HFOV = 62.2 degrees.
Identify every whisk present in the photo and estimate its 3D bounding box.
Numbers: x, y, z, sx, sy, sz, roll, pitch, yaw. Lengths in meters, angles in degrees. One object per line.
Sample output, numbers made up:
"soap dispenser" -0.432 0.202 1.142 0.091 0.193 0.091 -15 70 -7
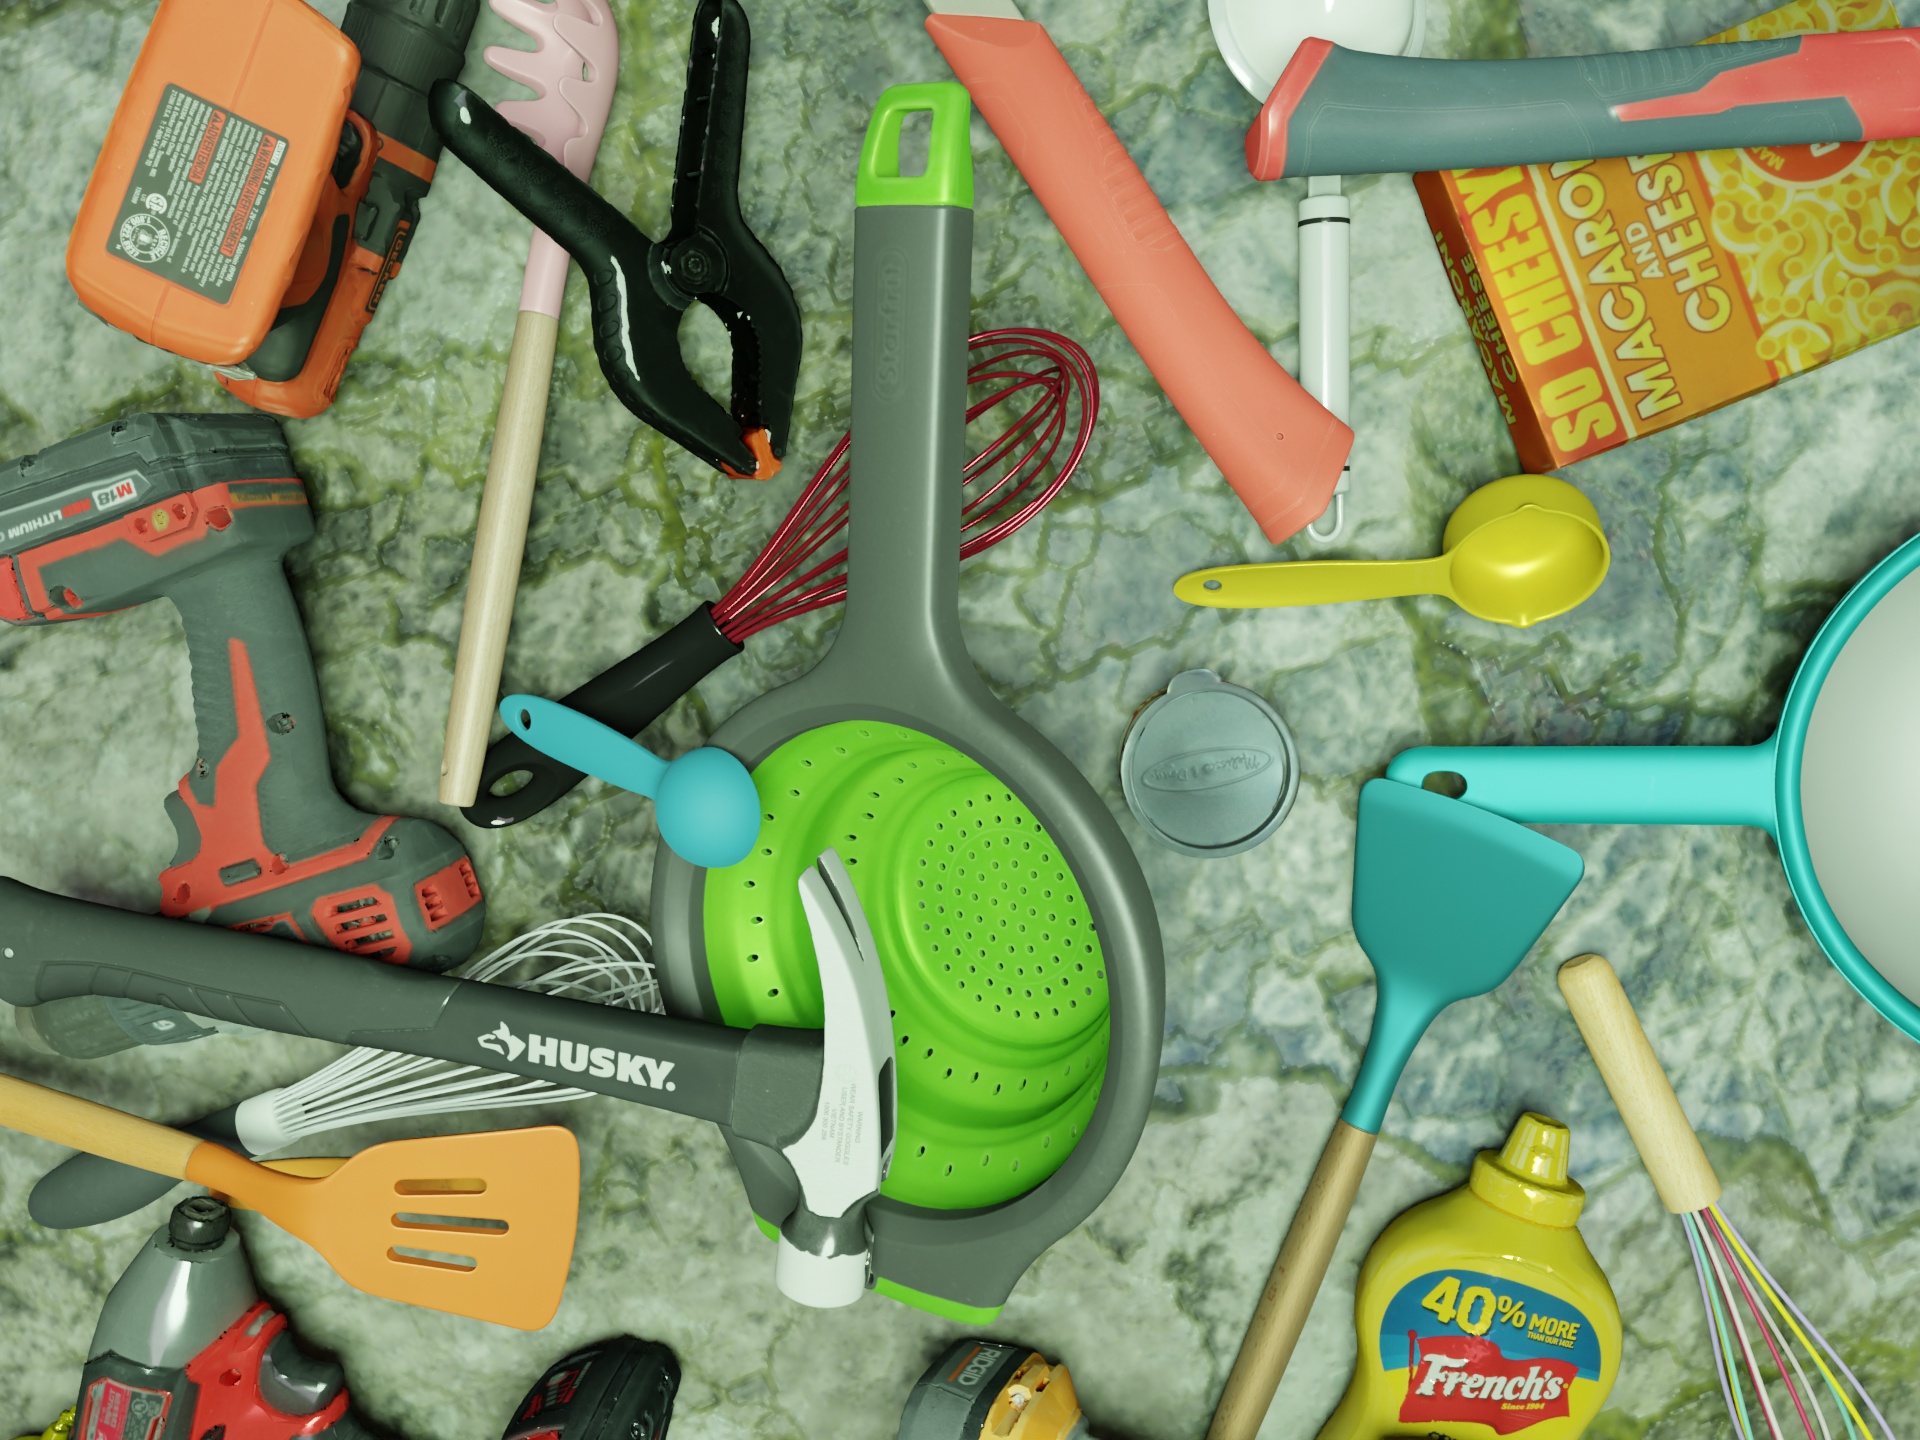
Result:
"whisk" 0.286 0.204 0.609 0.051 0.047 0.245 -25 89 -8
"whisk" -0.239 0.145 0.618 0.284 0.070 0.070 -21 93 9
"whisk" -0.074 -0.047 0.595 0.296 0.073 0.073 -35 92 10

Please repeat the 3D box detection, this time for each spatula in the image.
"spatula" 0.140 0.180 0.609 0.082 0.044 0.317 22 97 18
"spatula" -0.297 0.155 0.593 0.322 0.041 0.081 12 101 14

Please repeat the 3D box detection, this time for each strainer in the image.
"strainer" 0.332 0.021 0.575 0.340 0.095 0.211 0 93 19
"strainer" 0.136 -0.195 0.584 0.087 0.050 0.258 -3 98 -12

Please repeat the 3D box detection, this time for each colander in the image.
"colander" -0.001 -0.002 0.544 0.205 0.094 0.397 11 105 32

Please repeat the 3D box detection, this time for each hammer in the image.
"hammer" 0.021 -0.216 0.578 0.149 0.036 0.359 -33 89 4
"hammer" 0.292 -0.197 0.537 0.386 0.038 0.143 -5 95 1
"hammer" -0.184 0.093 0.537 0.335 0.035 0.146 9 103 10

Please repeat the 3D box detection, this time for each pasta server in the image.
"pasta server" -0.168 -0.125 0.588 0.040 0.060 0.316 9 92 -41

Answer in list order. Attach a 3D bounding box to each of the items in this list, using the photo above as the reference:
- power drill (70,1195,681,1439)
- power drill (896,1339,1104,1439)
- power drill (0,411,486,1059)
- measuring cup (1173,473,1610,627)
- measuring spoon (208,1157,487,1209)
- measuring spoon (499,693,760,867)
"power drill" -0.229 0.273 0.611 0.219 0.078 0.143 15 98 3
"power drill" 0.085 0.338 0.572 0.226 0.084 0.185 8 92 19
"power drill" -0.300 0.015 0.597 0.188 0.080 0.226 -17 97 11
"measuring cup" 0.159 -0.062 0.597 0.156 0.029 0.062 -3 139 15
"measuring spoon" -0.246 0.187 0.639 0.117 0.011 0.021 -3 94 2
"measuring spoon" -0.124 0.017 0.559 0.129 0.021 0.042 22 110 29
